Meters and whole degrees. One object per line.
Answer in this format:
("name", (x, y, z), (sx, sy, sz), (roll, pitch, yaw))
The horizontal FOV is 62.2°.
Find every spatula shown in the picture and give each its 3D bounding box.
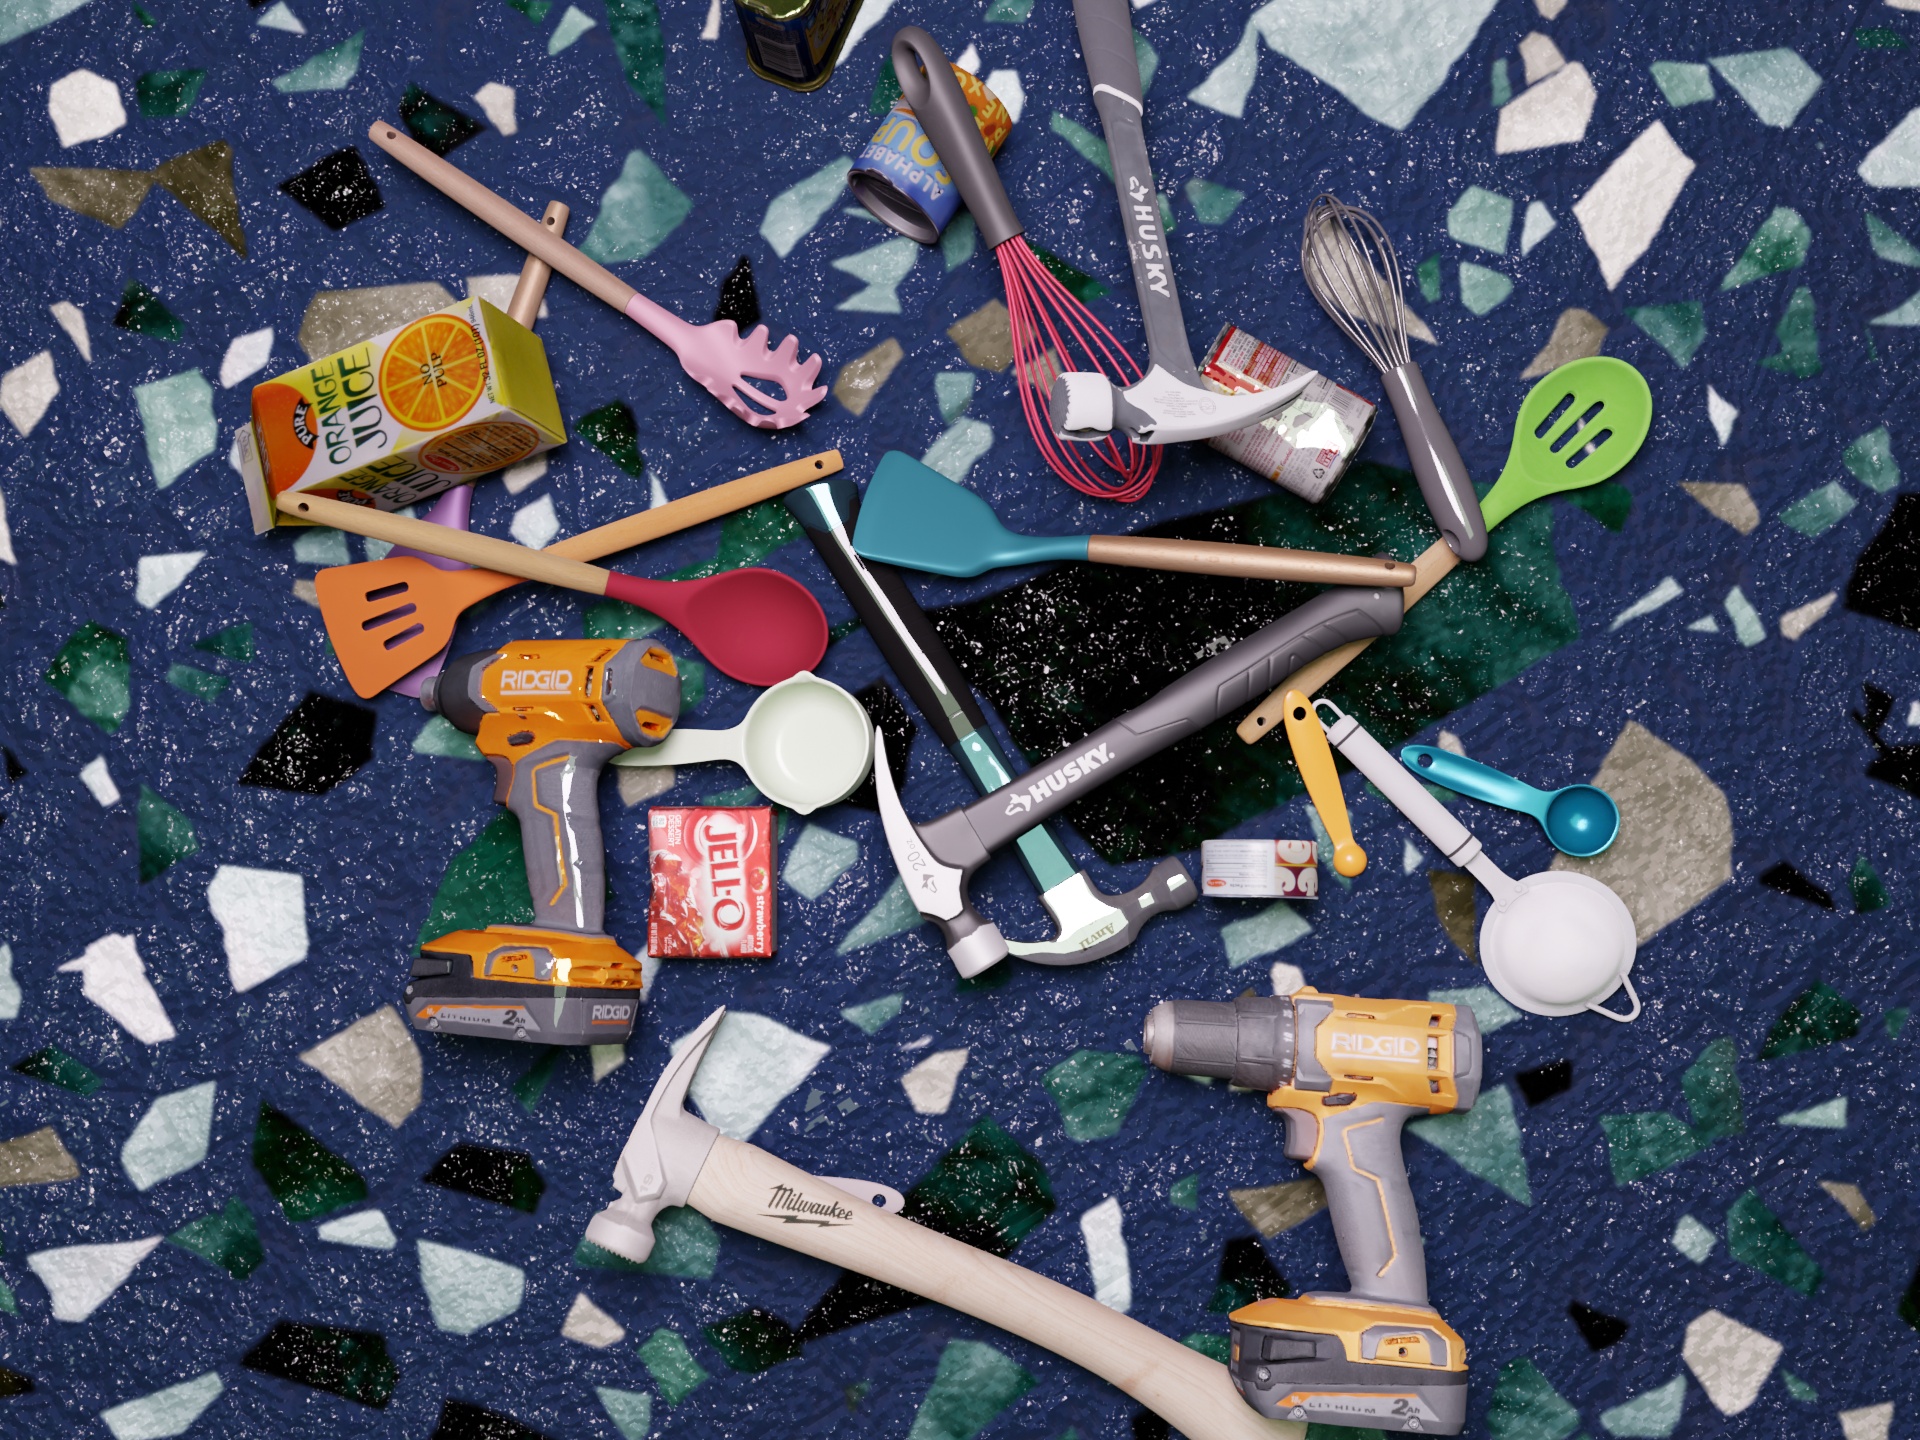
("spatula", (-0.298, -0.169, 0.969), (0.060, 0.018, 0.316), (19, 86, 1))
("spatula", (-0.224, -0.103, 0.952), (0.322, 0.041, 0.081), (-20, 94, -7))
("spatula", (0.098, -0.103, 0.914), (0.317, 0.044, 0.082), (7, 57, 16))

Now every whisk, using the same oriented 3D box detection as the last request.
("whisk", (0.255, -0.202, 0.933), (0.055, 0.055, 0.239), (-20, 80, 0))
("whisk", (0.035, -0.258, 0.916), (0.073, 0.073, 0.295), (-28, 100, -1))

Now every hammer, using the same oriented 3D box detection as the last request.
("hammer", (-0.001, -0.003, 0.938), (0.128, 0.033, 0.331), (-32, 84, -3))
("hammer", (0.099, -0.341, 0.918), (0.149, 0.036, 0.409), (-2, 69, -15))
("hammer", (0.006, 0.307, 0.900), (0.410, 0.038, 0.146), (24, 70, 0))
("hammer", (0.106, -0.002, 0.903), (0.335, 0.035, 0.146), (-31, 85, -4))

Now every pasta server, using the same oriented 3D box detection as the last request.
("pasta server", (-0.219, -0.269, 0.953), (0.316, 0.040, 0.060), (34, 70, -1))

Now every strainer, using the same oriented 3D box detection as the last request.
("strainer", (0.296, 0.082, 0.919), (0.258, 0.050, 0.087), (46, 102, 8))

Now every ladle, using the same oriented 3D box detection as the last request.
("ladle", (-0.230, -0.084, 0.918), (0.315, 0.031, 0.069), (14, 97, -13))

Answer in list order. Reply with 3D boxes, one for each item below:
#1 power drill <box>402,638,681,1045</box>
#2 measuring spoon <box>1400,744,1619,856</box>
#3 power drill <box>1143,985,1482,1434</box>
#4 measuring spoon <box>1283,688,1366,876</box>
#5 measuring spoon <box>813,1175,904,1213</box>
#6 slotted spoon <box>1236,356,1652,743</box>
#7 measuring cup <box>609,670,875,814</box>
("power drill", (-0.250, 0.065, 0.910), (0.164, 0.084, 0.226), (1, 81, 22))
("measuring spoon", (0.321, 0.042, 0.935), (0.128, 0.021, 0.042), (22, 92, 13))
("power drill", (0.190, 0.260, 0.876), (0.185, 0.084, 0.226), (5, 74, 2))
("measuring spoon", (0.213, 0.037, 0.929), (0.021, 0.011, 0.117), (-20, 94, -1))
("measuring spoon", (-0.094, 0.274, 0.921), (0.124, 0.018, 0.034), (5, 85, 2))
("slotted spoon", (0.281, -0.096, 0.942), (0.314, 0.031, 0.070), (-43, 84, -1))
("measuring cup", (-0.131, 0.016, 0.941), (0.167, 0.038, 0.083), (-2, 85, 12))
